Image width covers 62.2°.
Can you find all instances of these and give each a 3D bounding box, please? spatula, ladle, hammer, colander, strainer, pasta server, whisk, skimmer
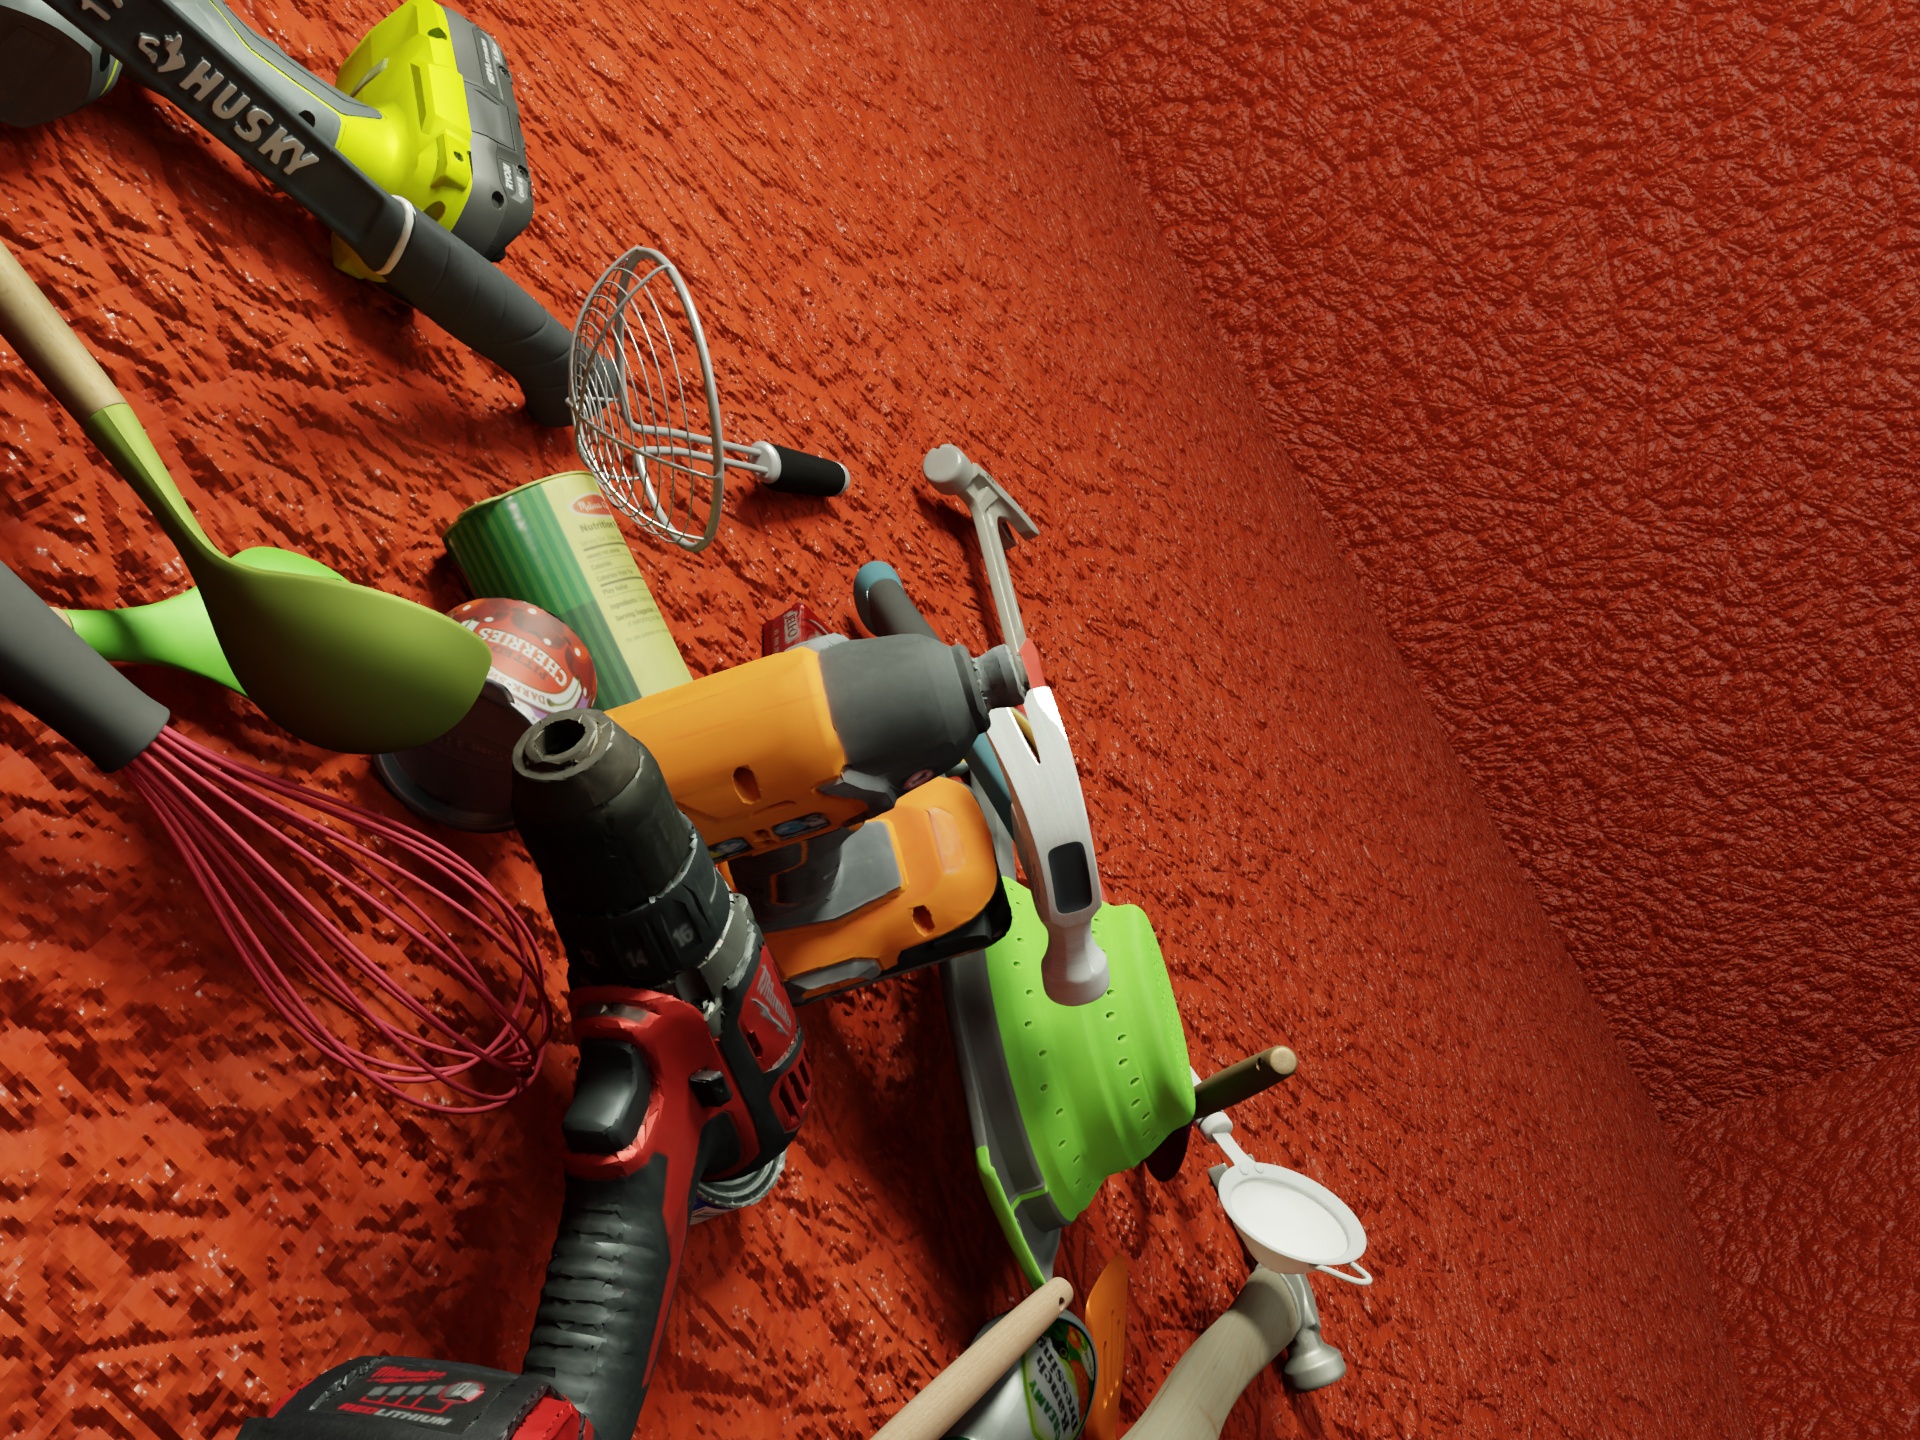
[{"bbox_3d":[0.113,0.423,0.761,0.323,0.041,0.081,68,16,8],"label":"spatula"},{"bbox_3d":[-0.261,-0.117,0.476,0.062,0.078,0.320,-40,91,-25],"label":"ladle"},{"bbox_3d":[0.051,-0.013,1.087,0.149,0.036,0.359,36,36,-58],"label":"hammer"},{"bbox_3d":[0.057,0.107,0.859,0.398,0.094,0.204,-93,165,-54],"label":"colander"},{"bbox_3d":[0.157,0.250,0.948,0.086,0.050,0.259,6,29,-31],"label":"strainer"},{"bbox_3d":[-0.208,-0.183,0.558,0.036,0.149,0.408,47,2,11],"label":"hammer"},{"bbox_3d":[-0.027,0.276,0.581,0.316,0.040,0.060,-13,97,-59],"label":"pasta server"},{"bbox_3d":[-0.001,-0.003,0.798,0.331,0.033,0.128,-124,-158,-58],"label":"hammer"},{"bbox_3d":[-0.216,0.019,0.446,0.295,0.073,0.073,51,26,-32],"label":"whisk"},{"bbox_3d":[-0.095,-0.142,0.798,0.363,0.090,0.127,-15,91,-75],"label":"skimmer"},{"bbox_3d":[0.139,0.332,0.851,0.146,0.038,0.410,68,16,14],"label":"hammer"}]

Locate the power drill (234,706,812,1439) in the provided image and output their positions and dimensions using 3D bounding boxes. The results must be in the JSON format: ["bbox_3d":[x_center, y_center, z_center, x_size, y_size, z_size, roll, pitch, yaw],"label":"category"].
[{"bbox_3d":[-0.109,0.127,0.443,0.227,0.080,0.187,-74,158,-44],"label":"power drill"}]

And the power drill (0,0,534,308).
[{"bbox_3d":[-0.282,-0.269,0.615,0.223,0.080,0.171,21,47,-53],"label":"power drill"}]

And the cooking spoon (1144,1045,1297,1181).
[{"bbox_3d":[0.125,0.199,0.833,0.318,0.017,0.069,105,-11,-70],"label":"cooking spoon"}]

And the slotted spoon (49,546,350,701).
[{"bbox_3d":[-0.272,-0.021,0.438,0.313,0.031,0.070,-7,76,-64],"label":"slotted spoon"}]

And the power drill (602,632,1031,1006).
[{"bbox_3d":[-0.042,0.038,0.614,0.226,0.164,0.084,65,7,-67],"label":"power drill"}]
